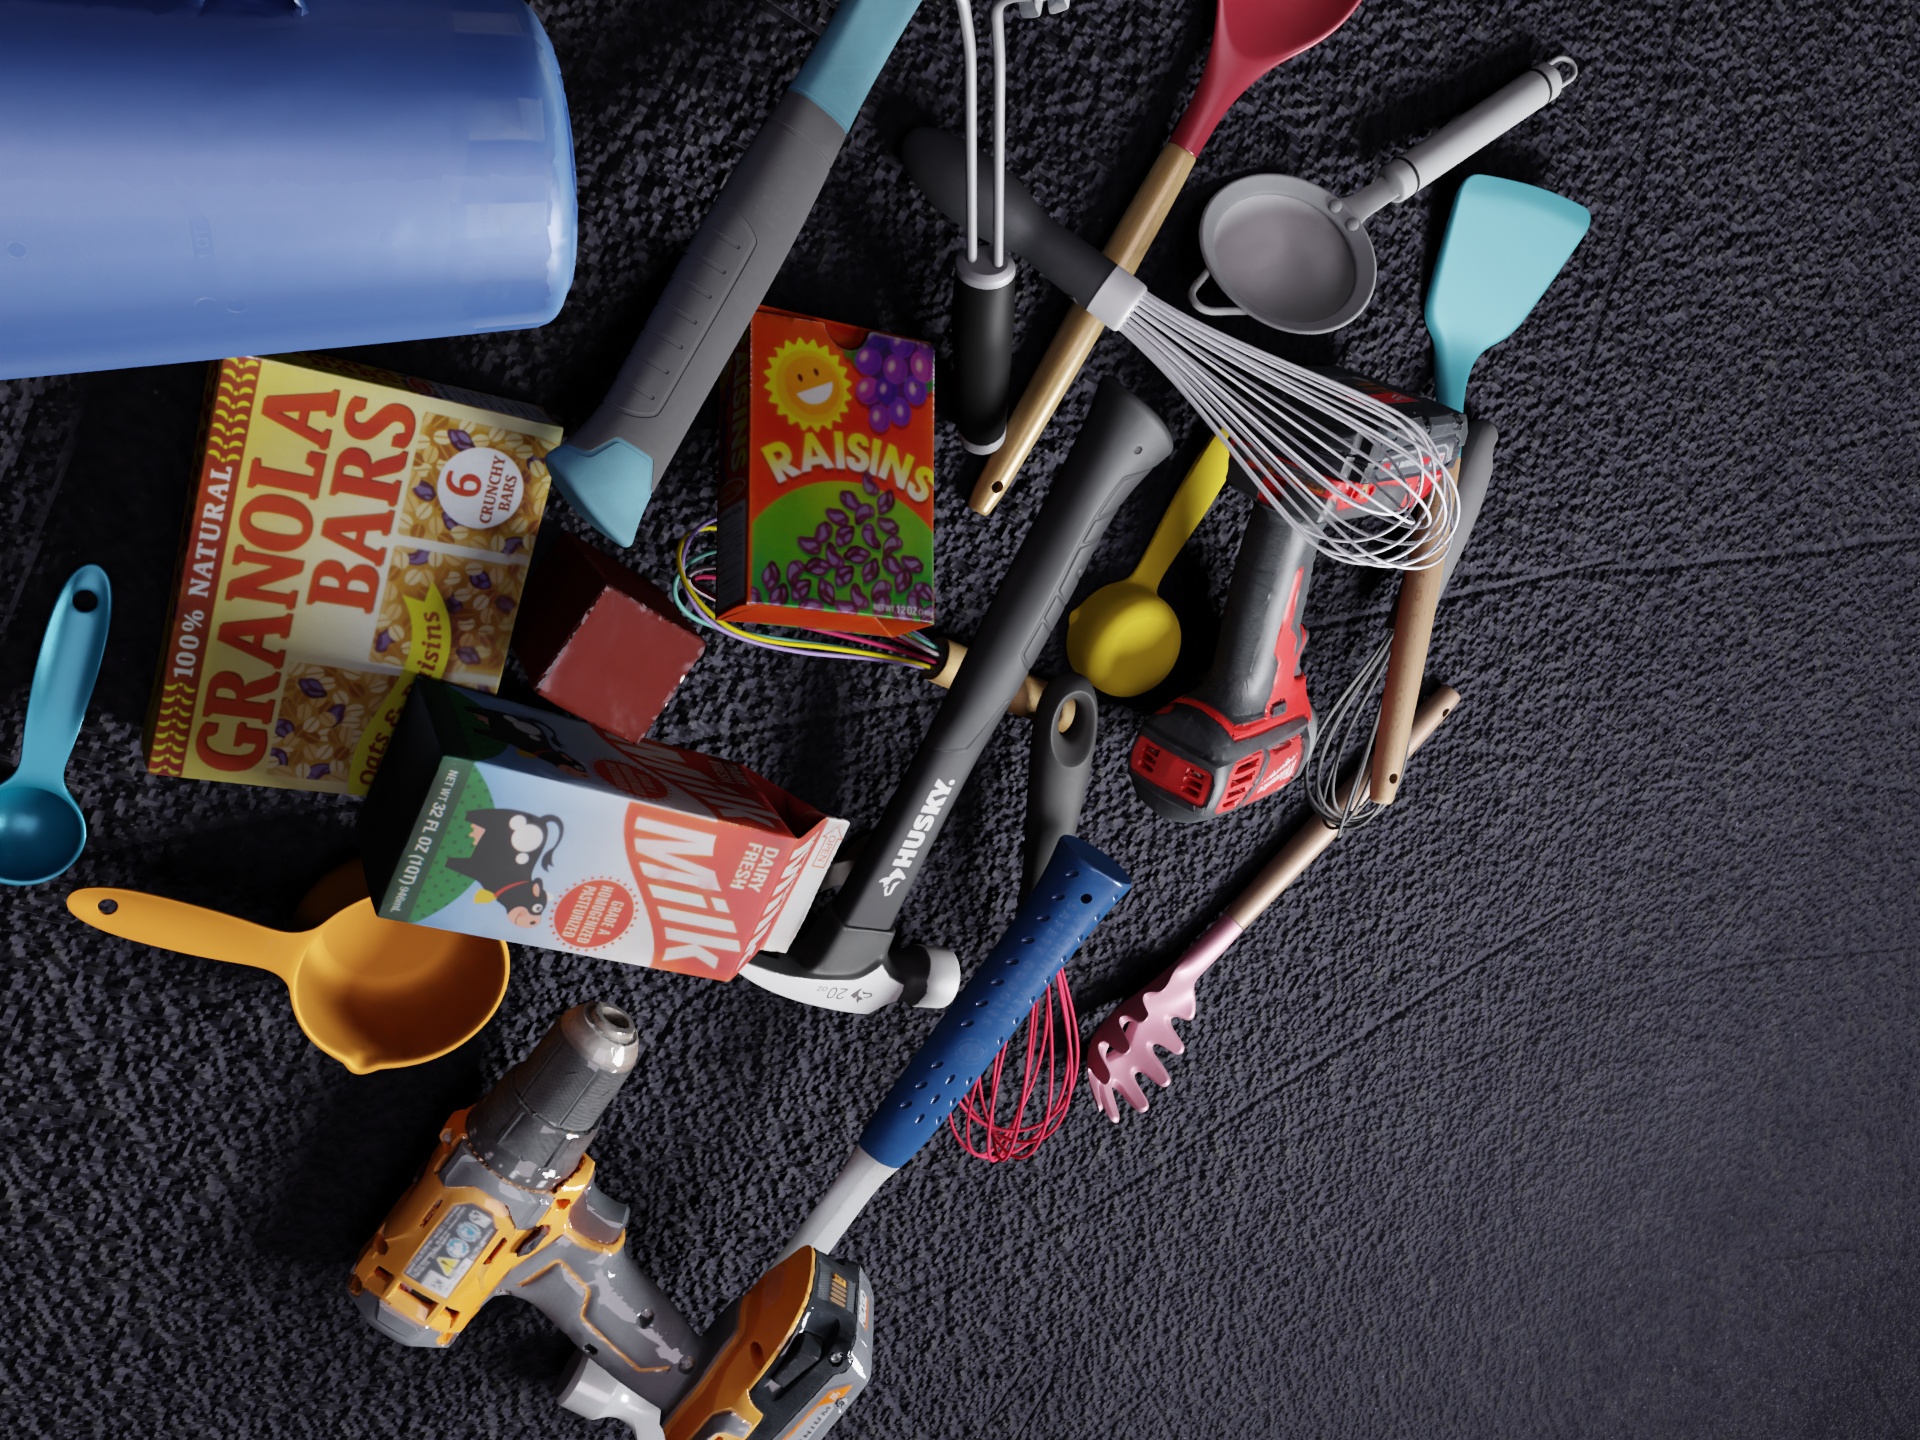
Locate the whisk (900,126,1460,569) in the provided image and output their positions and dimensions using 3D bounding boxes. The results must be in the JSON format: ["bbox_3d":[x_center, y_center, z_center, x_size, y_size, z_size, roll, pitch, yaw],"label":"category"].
[{"bbox_3d":[0.090,-0.156,0.662,0.284,0.070,0.070,36,95,-2],"label":"whisk"}]

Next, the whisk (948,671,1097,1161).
[{"bbox_3d":[0.038,0.111,0.823,0.073,0.073,0.295,-5,117,-25],"label":"whisk"}]

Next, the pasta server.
[{"bbox_3d":[0.181,0.100,0.915,0.316,0.040,0.060,-46,138,-2],"label":"pasta server"}]

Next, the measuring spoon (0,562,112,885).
[{"bbox_3d":[-0.347,0.000,0.608,0.042,0.021,0.128,15,97,-31],"label":"measuring spoon"}]

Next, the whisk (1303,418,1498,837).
[{"bbox_3d":[0.244,-0.049,0.867,0.055,0.055,0.239,14,100,-32],"label":"whisk"}]

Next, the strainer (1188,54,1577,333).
[{"bbox_3d":[0.201,-0.250,0.753,0.258,0.050,0.087,-36,82,-14],"label":"strainer"}]

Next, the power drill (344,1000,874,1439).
[{"bbox_3d":[-0.147,0.251,0.752,0.226,0.084,0.185,35,101,-10],"label":"power drill"}]

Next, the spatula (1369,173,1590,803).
[{"bbox_3d":[0.251,-0.111,0.819,0.082,0.044,0.317,7,95,-24],"label":"spatula"}]

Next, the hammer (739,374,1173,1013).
[{"bbox_3d":[-0.001,-0.002,0.727,0.146,0.035,0.334,12,117,-35],"label":"hammer"}]

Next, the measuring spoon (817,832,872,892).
[{"bbox_3d":[-0.080,0.085,0.781,0.124,0.018,0.034,-14,119,-23],"label":"measuring spoon"}]

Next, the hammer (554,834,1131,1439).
[{"bbox_3d":[-0.042,0.231,0.810,0.144,0.035,0.405,32,104,-14],"label":"hammer"}]

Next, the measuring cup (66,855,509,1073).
[{"bbox_3d":[-0.276,0.085,0.662,0.173,0.052,0.095,22,102,-32],"label":"measuring cup"}]

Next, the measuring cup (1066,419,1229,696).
[{"bbox_3d":[0.108,-0.081,0.791,0.062,0.029,0.156,20,106,-33],"label":"measuring cup"}]

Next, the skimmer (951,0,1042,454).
[{"bbox_3d":[0.019,-0.223,0.567,0.363,0.127,0.090,89,20,-68],"label":"skimmer"}]

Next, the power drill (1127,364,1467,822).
[{"bbox_3d":[0.165,-0.059,0.794,0.143,0.079,0.219,-16,129,-49],"label":"power drill"}]

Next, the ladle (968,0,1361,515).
[{"bbox_3d":[0.087,-0.230,0.711,0.069,0.031,0.315,26,102,-25],"label":"ladle"}]

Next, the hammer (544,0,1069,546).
[{"bbox_3d":[-0.063,-0.219,0.603,0.128,0.033,0.331,31,87,-34],"label":"hammer"}]

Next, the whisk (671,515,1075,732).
[{"bbox_3d":[-0.029,-0.032,0.739,0.244,0.047,0.051,21,113,-37],"label":"whisk"}]
